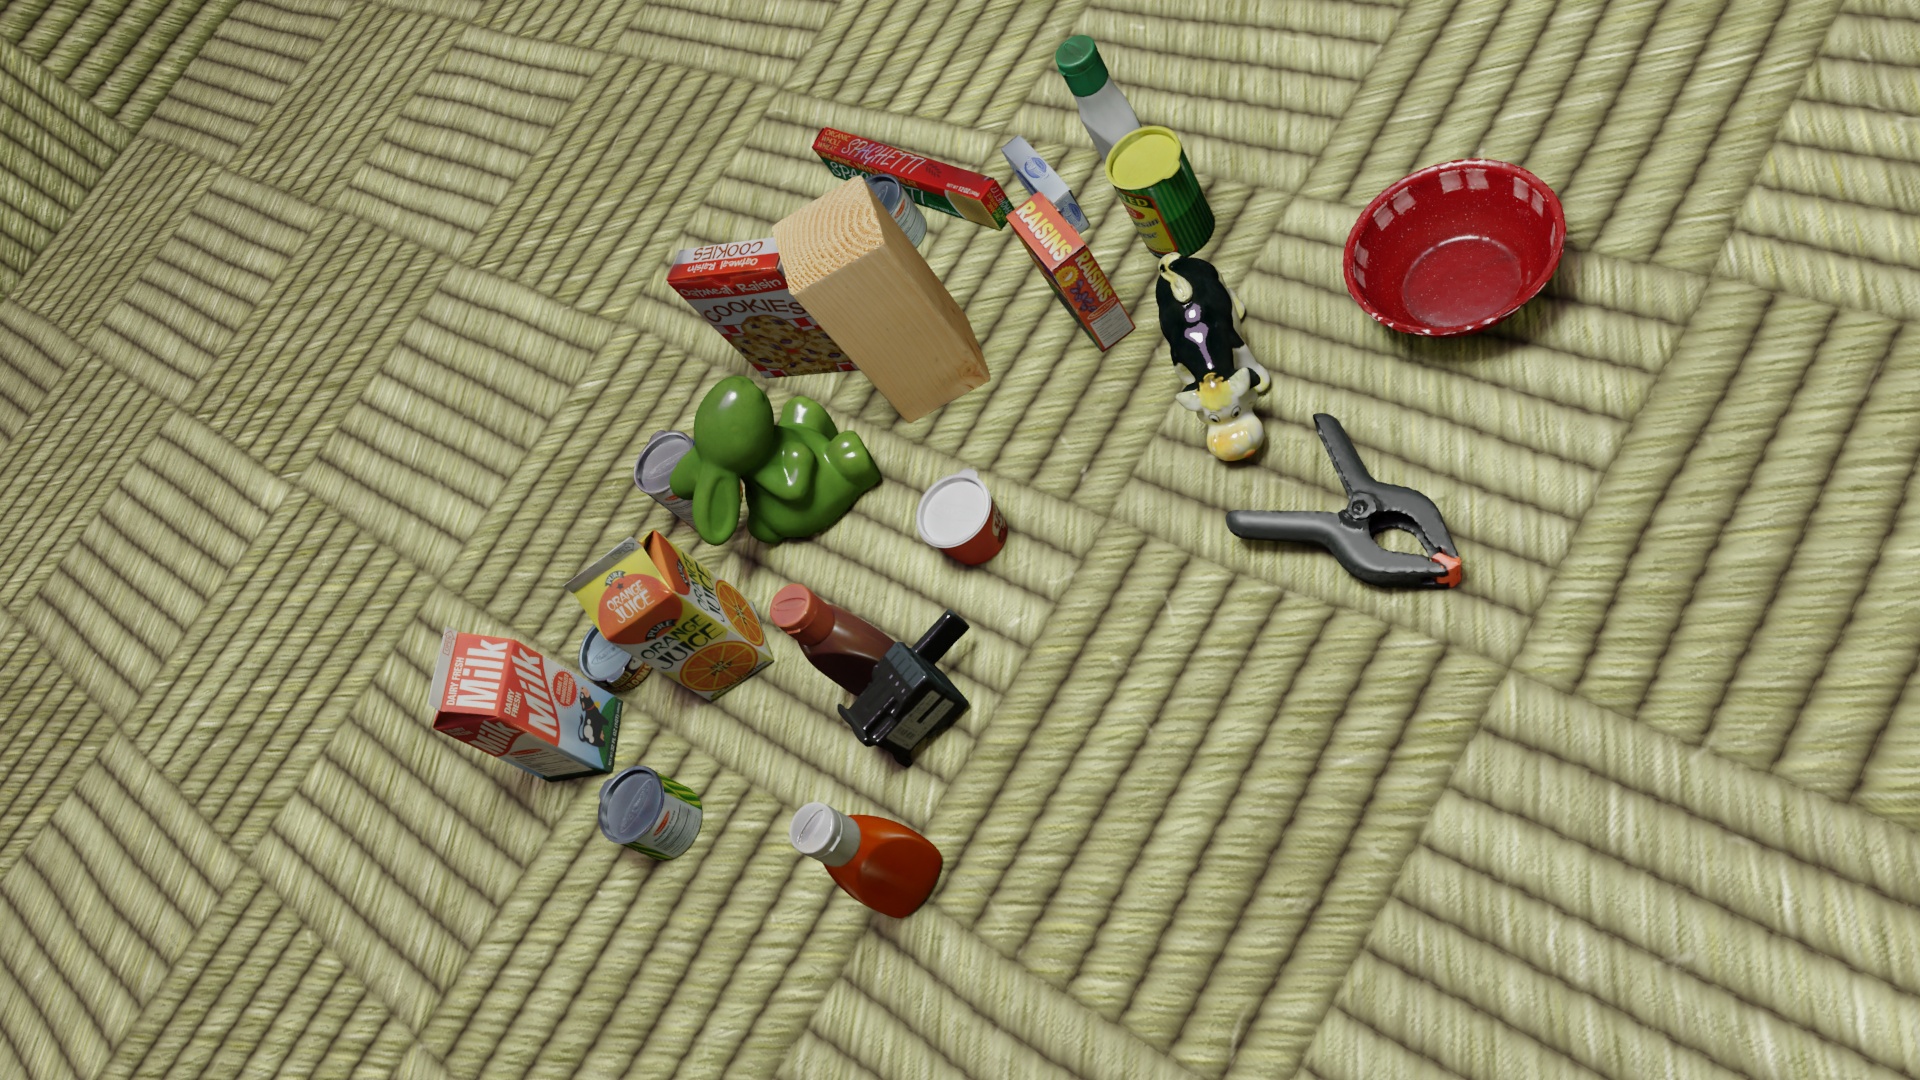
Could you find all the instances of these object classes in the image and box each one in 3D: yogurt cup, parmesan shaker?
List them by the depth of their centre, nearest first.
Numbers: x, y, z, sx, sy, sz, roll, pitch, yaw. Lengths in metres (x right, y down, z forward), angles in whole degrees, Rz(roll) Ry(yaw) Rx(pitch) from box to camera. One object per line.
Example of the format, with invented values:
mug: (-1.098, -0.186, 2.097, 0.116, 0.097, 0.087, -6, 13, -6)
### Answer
yogurt cup: (0.004, -0.015, 1.160, 0.072, 0.054, 0.073, -13, 58, 22)
parmesan shaker: (0.175, -0.295, 1.194, 0.071, 0.103, 0.071, -13, 59, 22)

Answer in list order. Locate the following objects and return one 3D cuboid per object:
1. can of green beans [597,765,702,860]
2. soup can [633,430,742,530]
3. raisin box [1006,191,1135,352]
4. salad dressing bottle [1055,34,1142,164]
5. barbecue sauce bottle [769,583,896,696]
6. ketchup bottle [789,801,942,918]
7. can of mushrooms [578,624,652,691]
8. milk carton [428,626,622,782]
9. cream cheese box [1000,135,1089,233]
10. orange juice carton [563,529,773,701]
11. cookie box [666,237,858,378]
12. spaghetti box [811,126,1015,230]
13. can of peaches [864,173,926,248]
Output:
can of green beans: (-0.259, 0.229, 1.164, 0.071, 0.057, 0.071, -13, 58, 22)
soup can: (-0.255, -0.056, 1.305, 0.071, 0.083, 0.071, -13, 59, 22)
raisin box: (0.096, -0.229, 1.186, 0.040, 0.123, 0.086, -36, 53, 7)
salad dressing bottle: (0.128, -0.386, 1.241, 0.044, 0.147, 0.064, -41, 52, 3)
barbecue sauce bottle: (-0.097, 0.081, 1.101, 0.065, 0.148, 0.044, -11, 59, 23)
ketchup bottle: (-0.069, 0.227, 1.004, 0.043, 0.148, 0.065, 28, 79, 37)
can of mushrooms: (-0.315, 0.106, 1.278, 0.071, 0.033, 0.071, -13, 58, 22)
milk carton: (-0.382, 0.142, 1.195, 0.073, 0.190, 0.072, -12, 59, 23)
cream cheese box: (0.079, -0.330, 1.296, 0.024, 0.053, 0.104, -37, 52, 6)
orange juice carton: (-0.245, 0.058, 1.166, 0.072, 0.192, 0.073, -33, 53, 9)
cookie box: (-0.173, -0.213, 1.295, 0.123, 0.167, 0.040, -1, 64, 28)
spaghetti box: (-0.052, -0.364, 1.388, 0.250, 0.050, 0.029, 28, 79, 36)
can of peaches: (-0.076, -0.318, 1.371, 0.071, 0.058, 0.071, -13, 58, 22)
